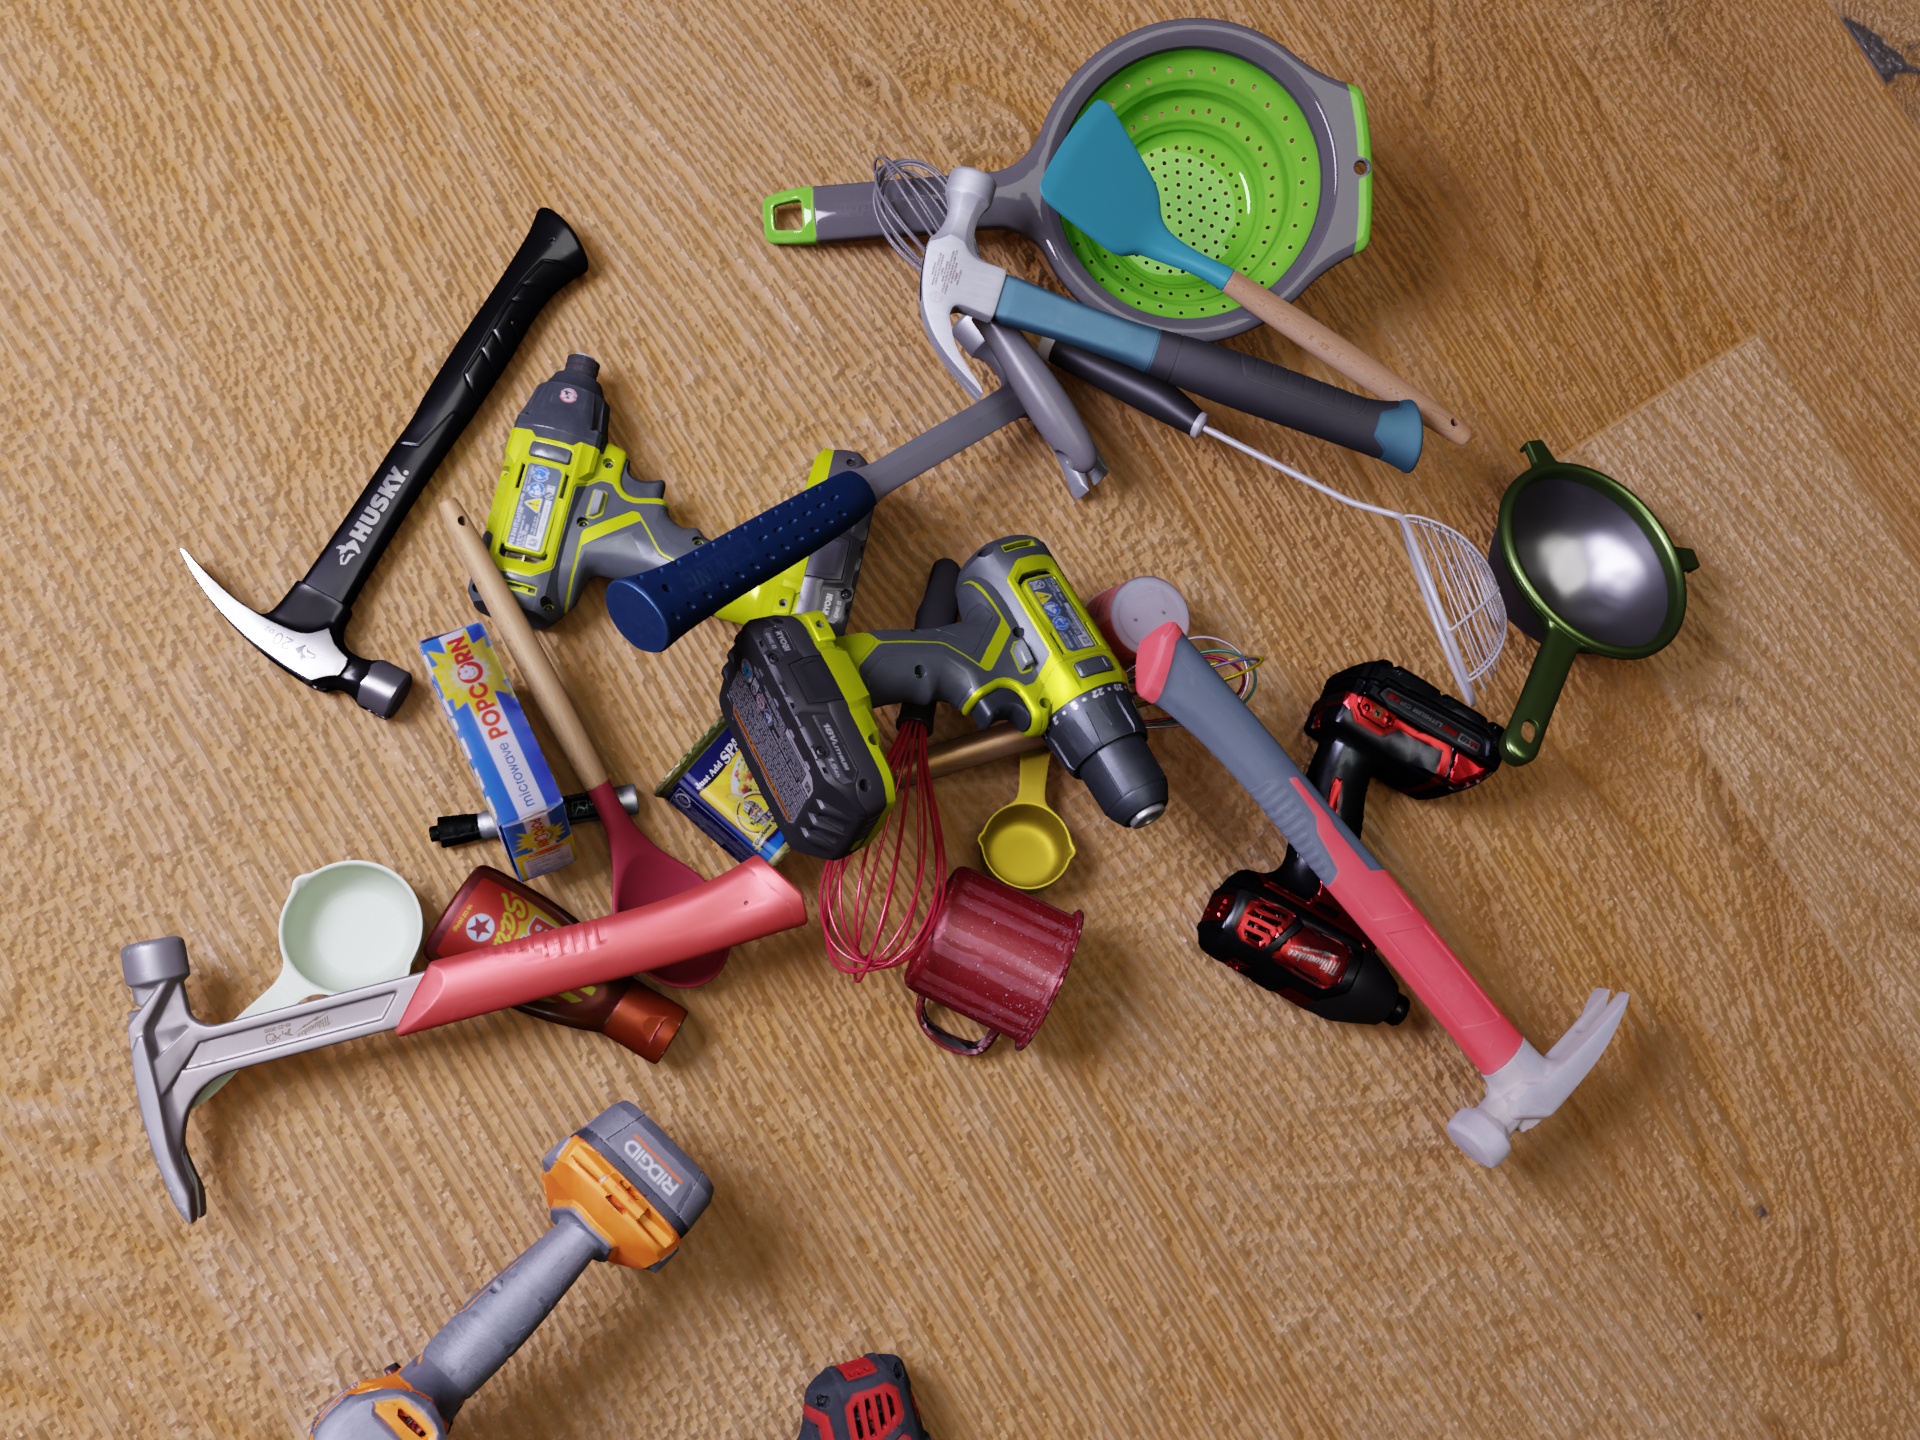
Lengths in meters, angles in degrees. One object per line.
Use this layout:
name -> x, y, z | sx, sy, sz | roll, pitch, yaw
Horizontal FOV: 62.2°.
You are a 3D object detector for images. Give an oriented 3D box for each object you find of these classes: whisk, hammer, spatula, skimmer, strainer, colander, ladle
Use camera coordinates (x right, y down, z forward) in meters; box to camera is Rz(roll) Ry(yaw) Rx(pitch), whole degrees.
whisk -> 0.016, -0.257, 1.008 | 0.055, 0.055, 0.239 | -34, 91, -17
hammer -> -0.259, 0.152, 0.873 | 0.359, 0.036, 0.149 | -13, 86, -12
hammer -> 0.132, -0.225, 0.980 | 0.331, 0.033, 0.128 | 18, 91, -6
hammer -> 0.250, 0.084, 0.968 | 0.143, 0.038, 0.386 | -42, 98, -14
spatula -> 0.194, -0.268, 1.004 | 0.317, 0.044, 0.082 | 32, 72, -2
skimmer -> 0.194, -0.137, 1.032 | 0.363, 0.127, 0.090 | 31, 100, 12
hammer -> -0.329, -0.176, 0.970 | 0.146, 0.035, 0.335 | 28, 74, -6
strainer -> 0.396, -0.060, 1.075 | 0.151, 0.069, 0.256 | 34, 60, -4
colander -> 0.069, -0.347, 1.074 | 0.397, 0.094, 0.204 | -3, 96, 4
whisk -> -0.031, 0.021, 0.957 | 0.073, 0.073, 0.296 | 16, 58, -9
hammer -> -0.048, -0.135, 0.930 | 0.144, 0.035, 0.405 | 51, 44, 0
whisk -> 0.073, -0.001, 0.998 | 0.245, 0.051, 0.047 | -17, 40, 2
ladle -> -0.223, 0.015, 0.924 | 0.069, 0.031, 0.315 | -33, 101, -39

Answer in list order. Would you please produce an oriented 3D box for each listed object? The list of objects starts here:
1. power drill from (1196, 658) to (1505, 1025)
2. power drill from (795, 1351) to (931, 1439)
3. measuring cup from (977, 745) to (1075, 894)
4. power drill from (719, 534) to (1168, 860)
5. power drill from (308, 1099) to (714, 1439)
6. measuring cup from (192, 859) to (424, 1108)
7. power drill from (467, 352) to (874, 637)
power drill -> 0.259, 0.084, 1.030 | 0.143, 0.078, 0.220 | 30, 77, -5
power drill -> -0.111, 0.471, 0.866 | 0.226, 0.080, 0.188 | -13, 82, -18
measuring cup -> 0.045, 0.038, 1.020 | 0.062, 0.029, 0.157 | 8, 65, -3
power drill -> -0.001, -0.003, 0.901 | 0.228, 0.080, 0.191 | -15, 65, -31
power drill -> -0.244, 0.314, 0.838 | 0.084, 0.164, 0.226 | 45, 61, -1
measuring cup -> -0.372, 0.152, 0.892 | 0.083, 0.038, 0.167 | 42, 75, -2
power drill -> -0.170, -0.125, 0.975 | 0.223, 0.080, 0.171 | 13, 76, -7
